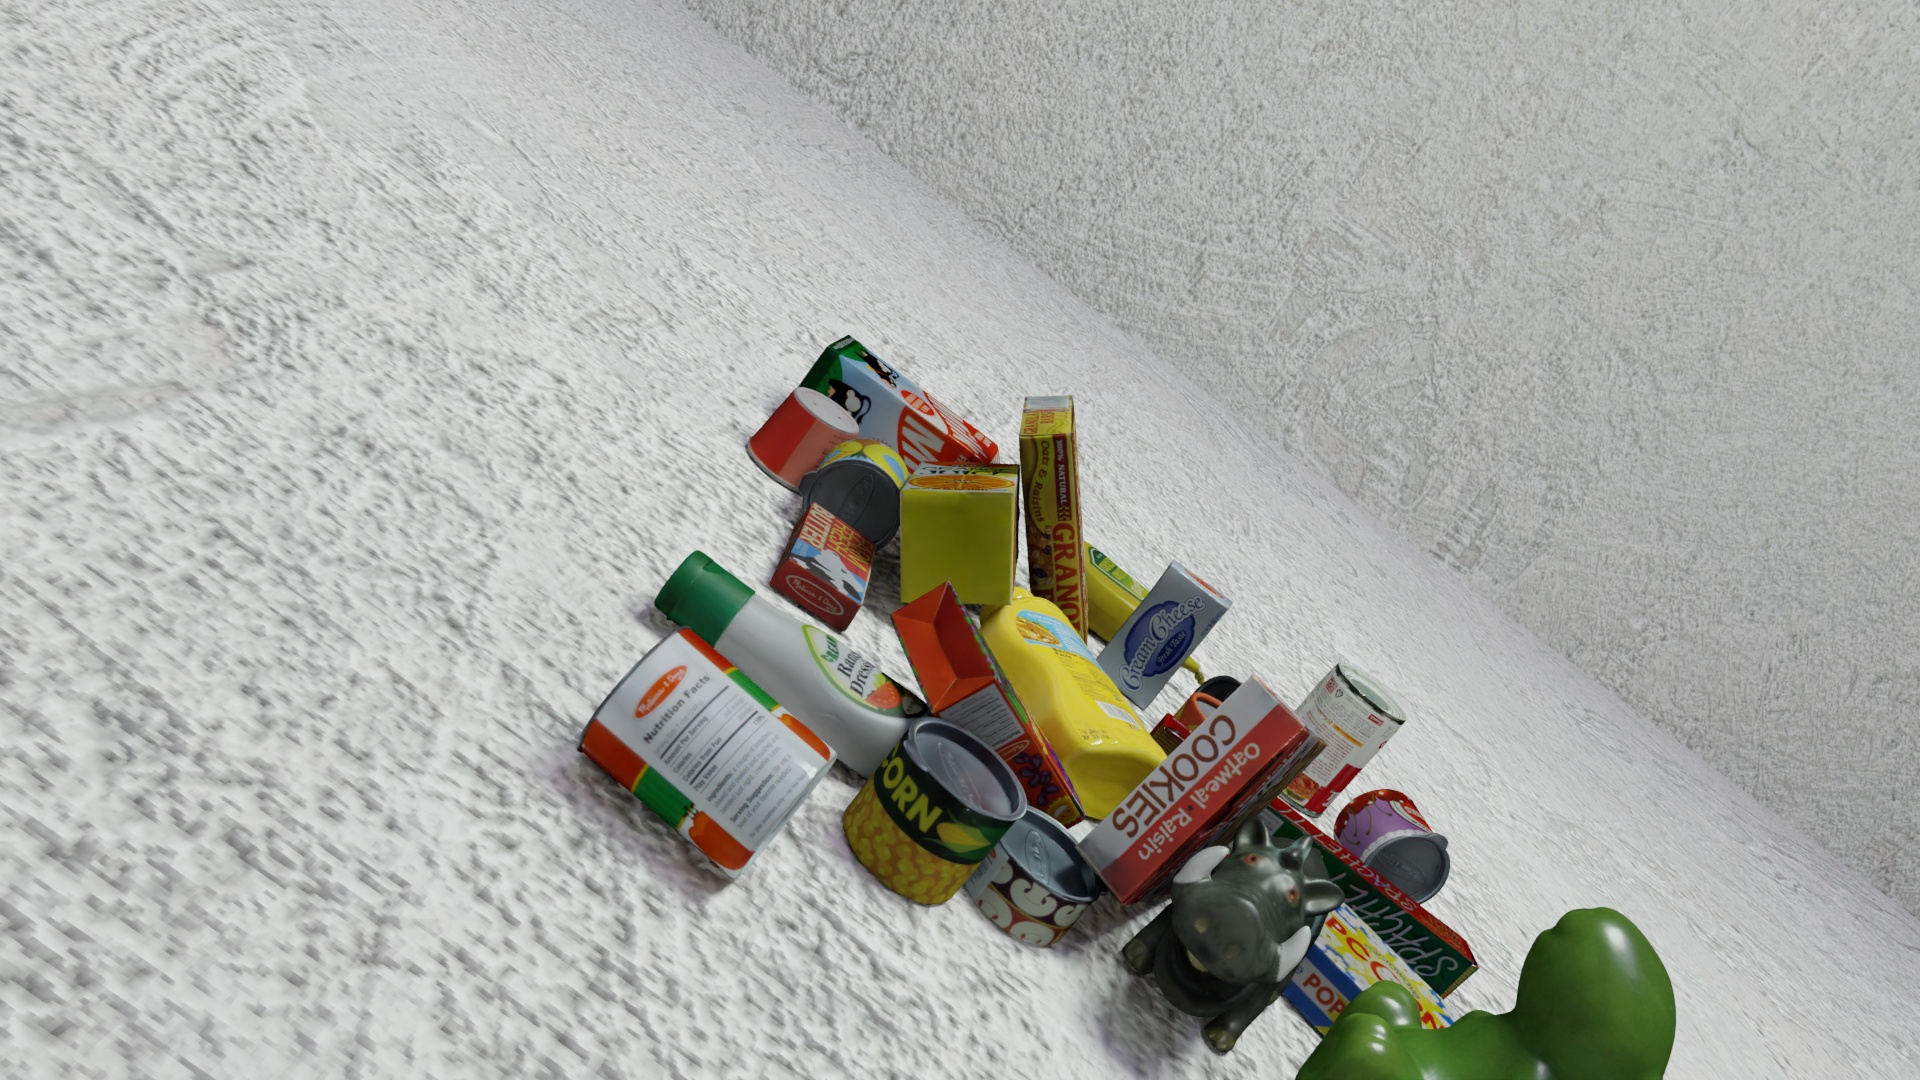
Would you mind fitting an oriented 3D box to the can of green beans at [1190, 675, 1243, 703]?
[{"bbox_3d":[0.203,0.139,1.012,0.058,0.071,0.071,28,19,-29],"label":"can of green beans"}]

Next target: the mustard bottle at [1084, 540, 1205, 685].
[{"bbox_3d":[0.134,0.060,1.111,0.160,0.048,0.065,38,19,6],"label":"mustard bottle"}]

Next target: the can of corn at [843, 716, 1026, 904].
[{"bbox_3d":[-0.014,0.125,0.646,0.071,0.058,0.071,33,18,-12],"label":"can of corn"}]

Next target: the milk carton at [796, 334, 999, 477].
[{"bbox_3d":[-0.038,-0.072,1.076,0.190,0.073,0.072,36,17,-2],"label":"milk carton"}]

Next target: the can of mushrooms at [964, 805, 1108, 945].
[{"bbox_3d":[0.036,0.164,0.683,0.071,0.033,0.071,33,17,-11],"label":"can of mushrooms"}]

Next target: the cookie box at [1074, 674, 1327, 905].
[{"bbox_3d":[0.134,0.135,0.737,0.040,0.123,0.167,46,5,21],"label":"cookie box"}]

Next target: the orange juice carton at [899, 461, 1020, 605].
[{"bbox_3d":[0.003,-0.012,0.946,0.072,0.073,0.193,1,10,3],"label":"orange juice carton"}]

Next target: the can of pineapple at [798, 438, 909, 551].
[{"bbox_3d":[-0.069,-0.031,0.925,0.071,0.071,0.058,34,16,-8],"label":"can of pineapple"}]

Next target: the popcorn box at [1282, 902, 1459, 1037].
[{"bbox_3d":[0.222,0.252,0.805,0.127,0.038,0.085,45,19,24],"label":"popcorn box"}]

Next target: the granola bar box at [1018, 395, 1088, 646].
[{"bbox_3d":[0.069,-0.012,1.000,0.039,0.165,0.124,-3,17,6],"label":"granola bar box"}]

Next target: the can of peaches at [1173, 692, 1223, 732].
[{"bbox_3d":[0.163,0.143,0.938,0.071,0.058,0.071,33,18,-12],"label":"can of peaches"}]

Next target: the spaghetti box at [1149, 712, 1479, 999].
[{"bbox_3d":[0.215,0.207,0.890,0.250,0.050,0.029,37,18,1],"label":"spaghetti box"}]

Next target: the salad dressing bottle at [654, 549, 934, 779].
[{"bbox_3d":[-0.084,0.062,0.698,0.147,0.044,0.064,36,17,-1],"label":"salad dressing bottle"}]

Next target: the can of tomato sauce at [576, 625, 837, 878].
[{"bbox_3d":[-0.102,0.087,0.568,0.083,0.071,0.071,39,17,5],"label":"can of tomato sauce"}]

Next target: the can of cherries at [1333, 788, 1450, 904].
[{"bbox_3d":[0.312,0.221,1.002,0.071,0.071,0.058,31,18,-18],"label":"can of cherries"}]

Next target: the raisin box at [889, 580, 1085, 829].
[{"bbox_3d":[0.015,0.093,0.733,0.123,0.040,0.086,60,0,-37],"label":"raisin box"}]

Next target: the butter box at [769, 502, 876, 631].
[{"bbox_3d":[-0.082,0.015,0.854,0.053,0.024,0.104,34,18,-10],"label":"butter box"}]

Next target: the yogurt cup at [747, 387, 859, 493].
[{"bbox_3d":[-0.107,-0.071,0.975,0.072,0.053,0.073,33,19,-12],"label":"yogurt cup"}]

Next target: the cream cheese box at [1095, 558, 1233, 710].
[{"bbox_3d":[0.147,0.069,1.021,0.053,0.103,0.024,39,21,9],"label":"cream cheese box"}]
